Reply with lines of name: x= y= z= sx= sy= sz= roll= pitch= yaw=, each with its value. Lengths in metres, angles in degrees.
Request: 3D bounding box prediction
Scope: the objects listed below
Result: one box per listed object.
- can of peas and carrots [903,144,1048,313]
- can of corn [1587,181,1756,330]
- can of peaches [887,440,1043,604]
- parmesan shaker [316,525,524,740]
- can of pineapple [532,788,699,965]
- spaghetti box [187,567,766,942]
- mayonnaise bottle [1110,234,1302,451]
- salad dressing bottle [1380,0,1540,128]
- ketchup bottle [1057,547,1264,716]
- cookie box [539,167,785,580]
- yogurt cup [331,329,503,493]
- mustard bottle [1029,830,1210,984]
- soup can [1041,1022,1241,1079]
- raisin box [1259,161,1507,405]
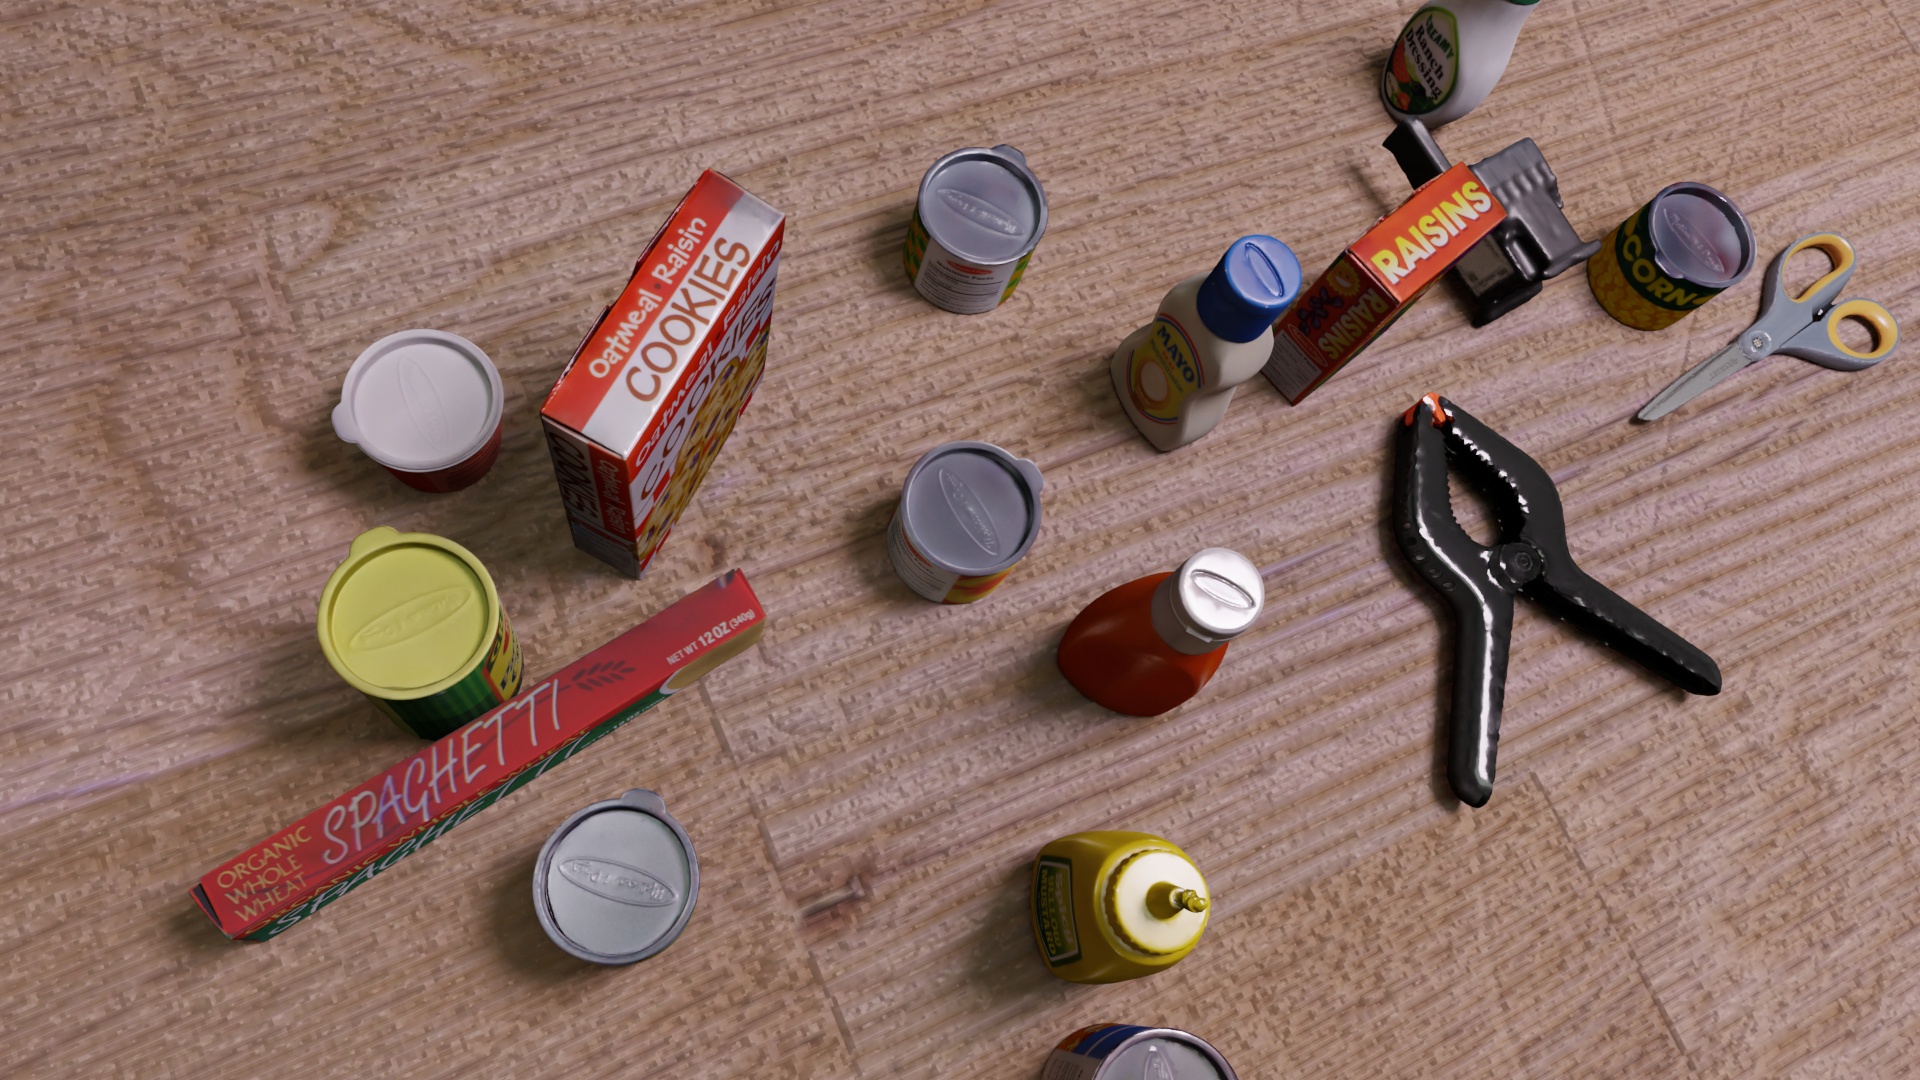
can of peas and carrots: x=0.007 y=-0.160 z=0.715 sx=0.071 sy=0.058 sz=0.071 roll=3 pitch=72 yaw=-10
can of corn: x=0.403 y=-0.160 z=0.794 sx=0.071 sy=0.058 sz=0.071 roll=3 pitch=72 yaw=-10
can of peaches: x=0.002 y=-0.008 z=0.666 sx=0.071 sy=0.058 sz=0.071 roll=3 pitch=72 yaw=-10
parmesan shaker: x=-0.222 y=0.041 z=0.582 sx=0.071 sy=0.102 sz=0.071 roll=3 pitch=72 yaw=-10
can of pineapple: x=-0.143 y=0.144 z=0.588 sx=0.071 sy=0.057 sz=0.071 roll=3 pitch=72 yaw=-10
spaghetti box: x=-0.197 y=0.090 z=0.599 sx=0.251 sy=0.050 sz=0.029 roll=-32 pitch=81 yaw=-19
mayonnaise bottle: x=0.117 y=-0.096 z=0.669 sx=0.041 sy=0.147 sz=0.065 roll=-26 pitch=80 yaw=-17
salad dressing bottle: x=0.285 y=-0.286 z=0.763 sx=0.044 sy=0.147 sz=0.064 roll=-15 pitch=76 yaw=-15
ketchup bottle: x=0.090 y=0.042 z=0.619 sx=0.065 sy=0.148 sz=0.044 roll=27 pitch=70 yaw=-2
cookie box: x=-0.127 y=-0.064 z=0.600 sx=0.040 sy=0.167 sz=0.123 roll=28 pitch=70 yaw=-2
yogurt cup: x=-0.242 y=-0.055 z=0.635 sx=0.072 sy=0.053 sz=0.072 roll=3 pitch=72 yaw=-10
mustard bottle: x=0.067 y=0.149 z=0.573 sx=0.049 sy=0.159 sz=0.065 roll=-3 pitch=74 yaw=-12
soup can: x=0.077 y=0.239 z=0.587 sx=0.071 sy=0.083 sz=0.071 roll=3 pitch=72 yaw=-10
raisin box: x=0.210 y=-0.129 z=0.711 sx=0.086 sy=0.123 sz=0.040 roll=-37 pitch=83 yaw=-19
